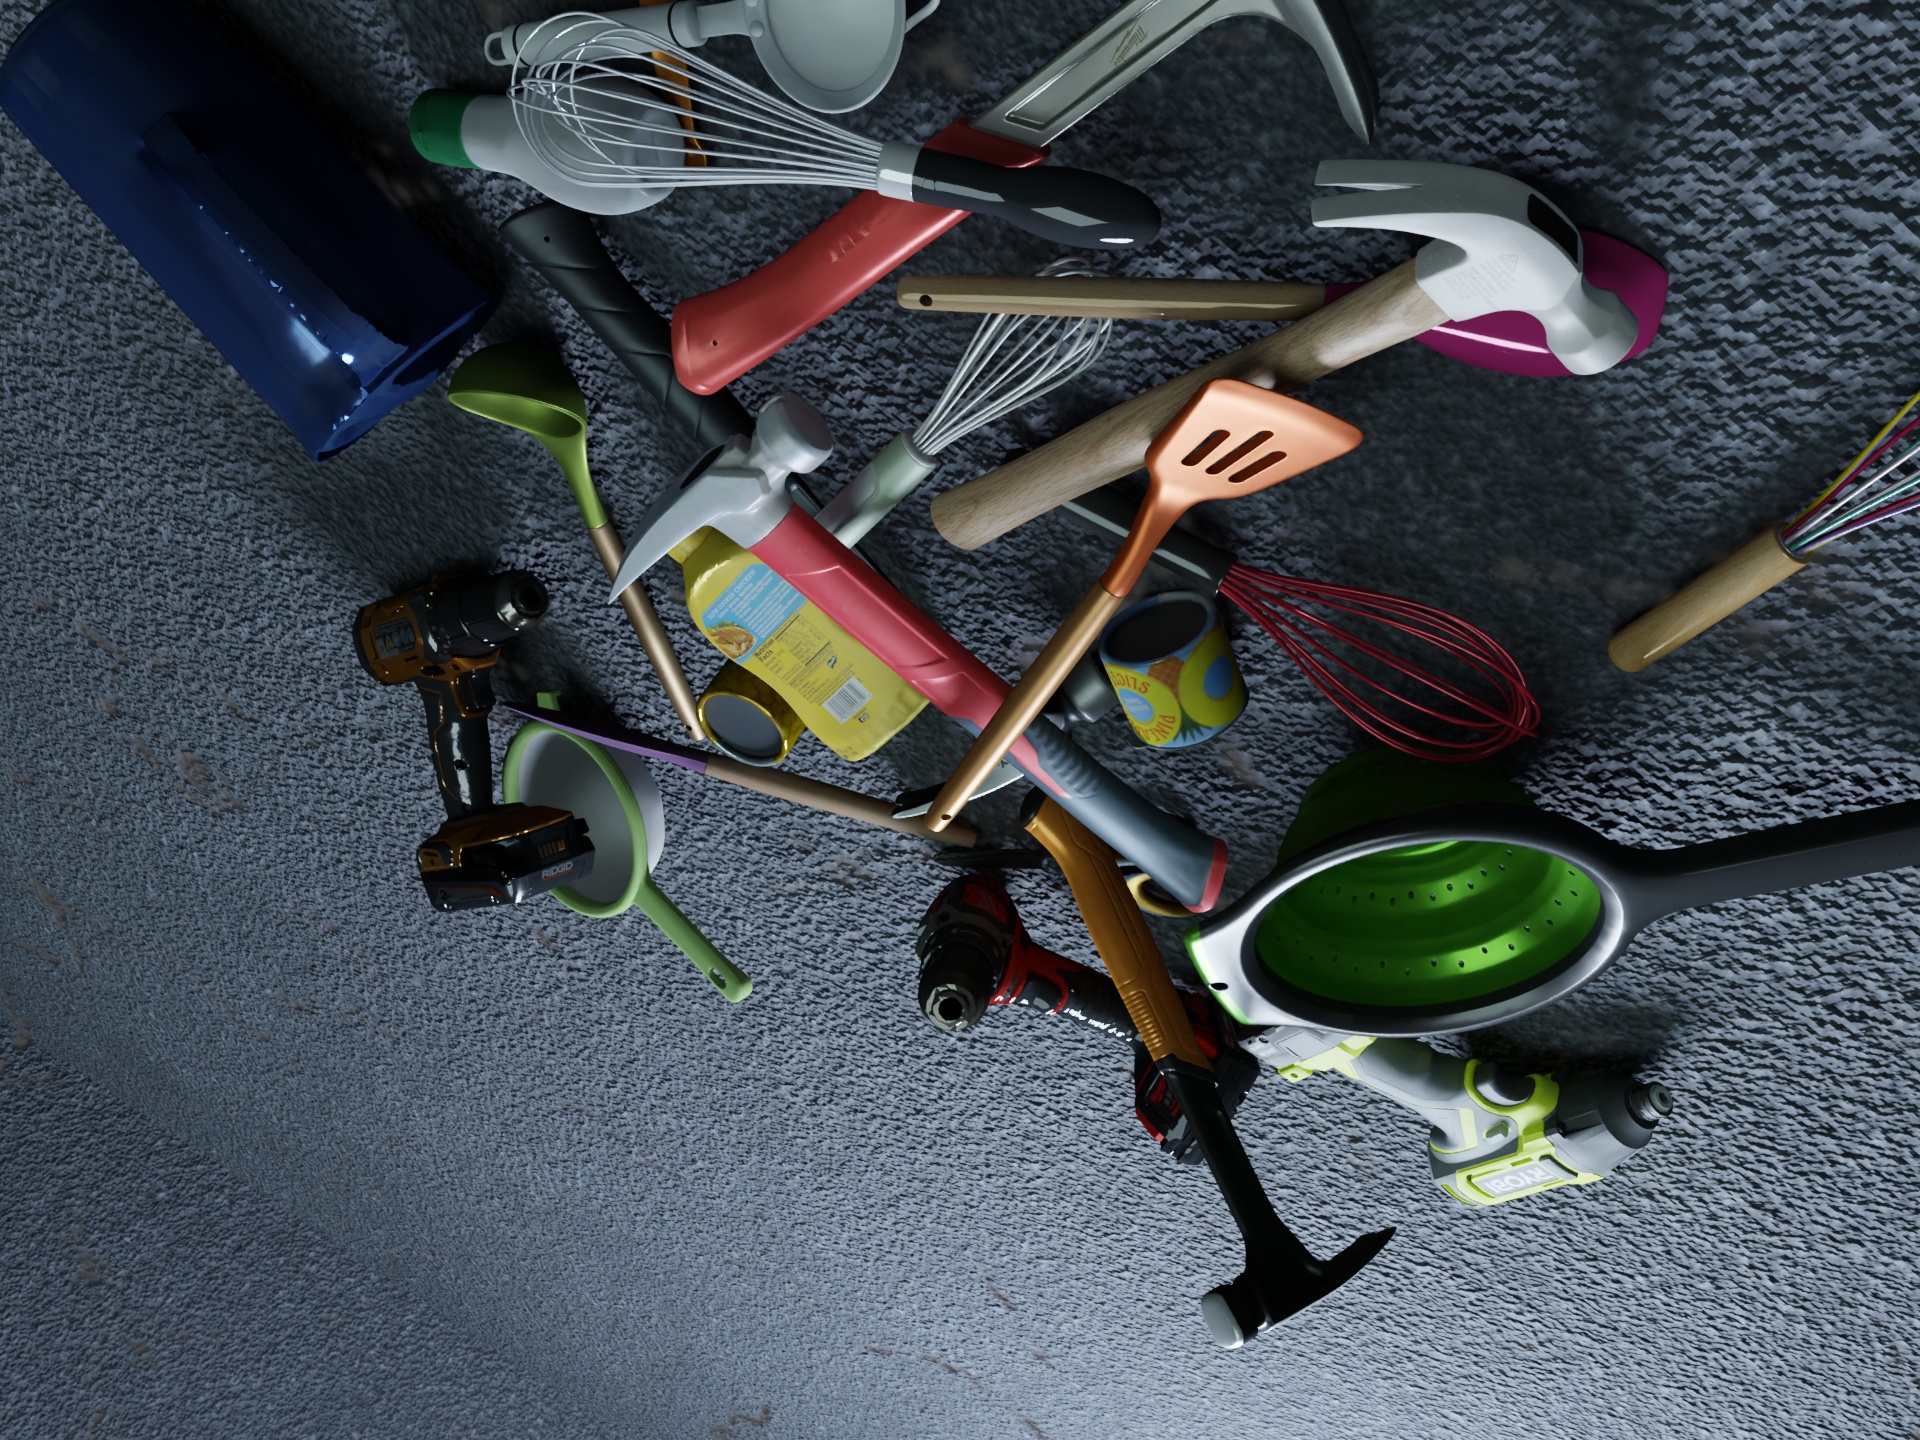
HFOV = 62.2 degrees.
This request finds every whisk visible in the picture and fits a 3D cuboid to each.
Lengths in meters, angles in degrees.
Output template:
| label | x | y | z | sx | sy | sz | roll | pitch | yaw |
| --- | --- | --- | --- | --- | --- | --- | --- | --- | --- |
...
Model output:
| label | x | y | z | sx | sy | sz | roll | pitch | yaw |
| --- | --- | --- | --- | --- | --- | --- | --- | --- | --- |
| whisk | -0.015 | -0.139 | 0.783 | 0.059 | 0.058 | 0.246 | 8 | 144 | -44 |
| whisk | -0.056 | -0.235 | 0.664 | 0.284 | 0.070 | 0.070 | 15 | 138 | 7 |
| whisk | 0.149 | -0.062 | 0.789 | 0.296 | 0.073 | 0.073 | 29 | 141 | 10 |
| whisk | 0.361 | -0.081 | 0.651 | 0.047 | 0.051 | 0.245 | 30 | 144 | -8 |

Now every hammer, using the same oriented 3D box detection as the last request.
| label | x | y | z | sx | sy | sz | roll | pitch | yaw |
| --- | --- | --- | --- | --- | --- | --- | --- | --- | --- |
| hammer | -0.002 | -0.230 | 0.704 | 0.359 | 0.037 | 0.149 | -24 | 116 | 39 |
| hammer | 0.105 | -0.141 | 0.694 | 0.130 | 0.031 | 0.331 | 32 | 146 | -33 |
| hammer | -0.001 | -0.003 | 0.848 | 0.143 | 0.038 | 0.386 | -36 | 120 | 27 |
| hammer | -0.095 | -0.117 | 0.868 | 0.149 | 0.036 | 0.408 | -39 | 103 | 15 |
| hammer | 0.129 | 0.182 | 0.941 | 0.337 | 0.127 | 0.034 | 64 | 150 | 14 |

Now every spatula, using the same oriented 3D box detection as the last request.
| label | x | y | z | sx | sy | sz | roll | pitch | yaw |
| --- | --- | --- | --- | --- | --- | --- | --- | --- | --- |
| spatula | -0.139 | 0.034 | 1.025 | 0.315 | 0.018 | 0.060 | 17 | -179 | -11 |
| spatula | 0.061 | -0.041 | 0.760 | 0.081 | 0.041 | 0.322 | 15 | 132 | -25 |

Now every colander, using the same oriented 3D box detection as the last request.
| label | x | y | z | sx | sy | sz | roll | pitch | yaw |
| --- | --- | --- | --- | --- | --- | --- | --- | --- | --- |
| colander | 0.310 | 0.058 | 0.801 | 0.397 | 0.095 | 0.204 | -15 | 138 | 20 |

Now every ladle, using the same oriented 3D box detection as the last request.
| label | x | y | z | sx | sy | sz | roll | pitch | yaw |
| --- | --- | --- | --- | --- | --- | --- | --- | --- | --- |
| ladle | -0.222 | -0.095 | 0.987 | 0.078 | 0.062 | 0.319 | 8 | 138 | 26 |

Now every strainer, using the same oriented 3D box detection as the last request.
| label | x | y | z | sx | sy | sz | roll | pitch | yaw |
| --- | --- | --- | --- | --- | --- | --- | --- | --- | --- |
| strainer | -0.112 | -0.309 | 0.698 | 0.258 | 0.050 | 0.086 | 6 | 117 | 27 |
| strainer | -0.222 | 0.096 | 1.137 | 0.256 | 0.069 | 0.151 | 43 | 130 | 16 |

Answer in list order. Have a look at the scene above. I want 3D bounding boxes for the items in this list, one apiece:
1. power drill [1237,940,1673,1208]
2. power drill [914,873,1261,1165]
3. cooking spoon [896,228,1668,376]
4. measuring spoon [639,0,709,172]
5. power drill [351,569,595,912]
| label | x | y | z | sx | sy | sz | roll | pitch | yaw |
| --- | --- | --- | --- | --- | --- | --- | --- | --- | --- |
| power drill | 0.298 | 0.208 | 0.966 | 0.223 | 0.080 | 0.171 | 34 | 141 | -10 |
| power drill | 0.072 | 0.188 | 1.009 | 0.226 | 0.188 | 0.080 | 30 | 102 | -1 |
| cooking spoon | 0.128 | -0.177 | 0.674 | 0.319 | 0.017 | 0.068 | 5 | 135 | 12 |
| measuring spoon | -0.134 | -0.313 | 0.743 | 0.021 | 0.011 | 0.116 | 15 | 134 | 24 |
| power drill | -0.323 | 0.009 | 1.087 | 0.185 | 0.084 | 0.226 | -11 | 96 | 40 |
